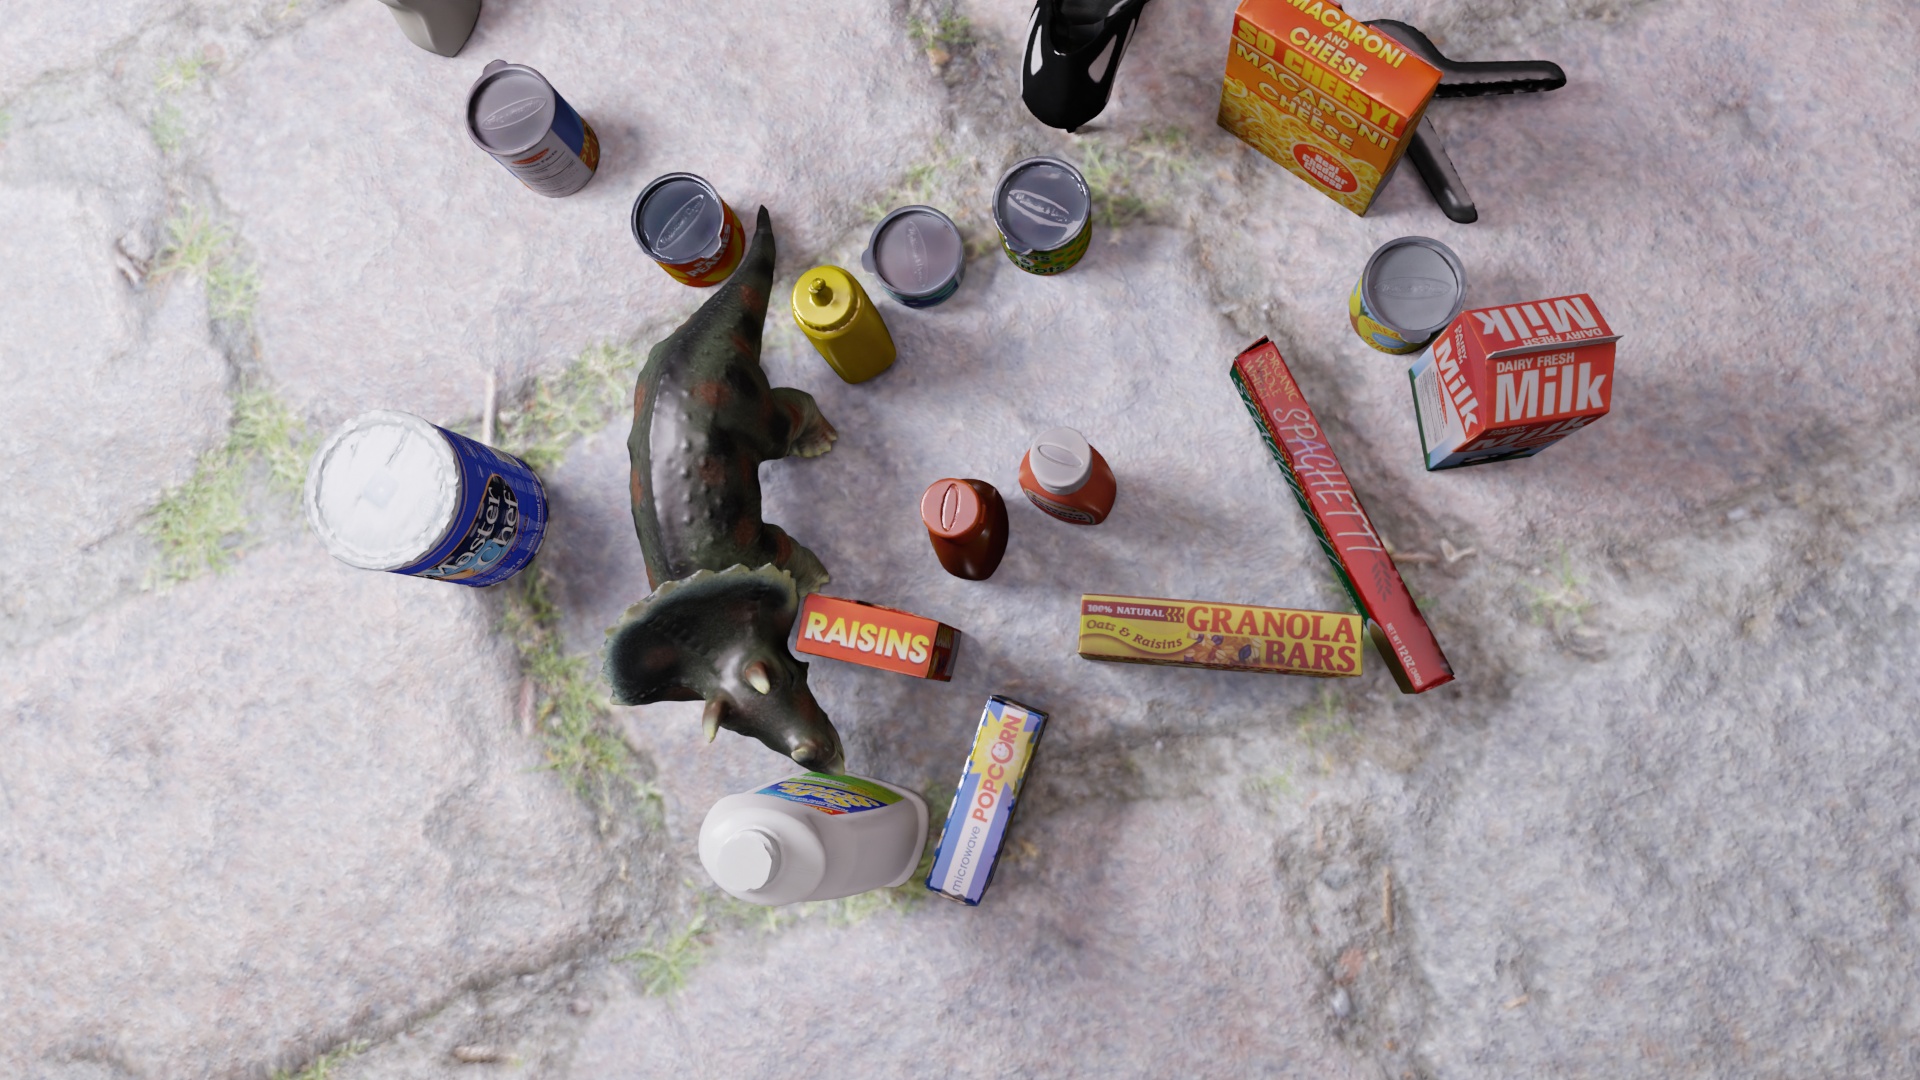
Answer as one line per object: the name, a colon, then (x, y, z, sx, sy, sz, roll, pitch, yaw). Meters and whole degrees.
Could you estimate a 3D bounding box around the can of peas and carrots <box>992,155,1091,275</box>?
can of peas and carrots: (0.056, -0.219, 0.952, 0.071, 0.058, 0.071, -1, 83, 7)

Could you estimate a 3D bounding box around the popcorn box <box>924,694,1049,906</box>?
popcorn box: (0.018, 0.165, 0.894, 0.038, 0.085, 0.126, 19, 86, 8)

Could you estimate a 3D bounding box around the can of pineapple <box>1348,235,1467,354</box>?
can of pineapple: (0.293, -0.159, 0.917, 0.071, 0.058, 0.071, -1, 83, 7)

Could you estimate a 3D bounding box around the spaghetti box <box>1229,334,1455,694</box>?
spaghetti box: (0.246, -0.016, 0.909, 0.029, 0.050, 0.250, -27, 81, 3)

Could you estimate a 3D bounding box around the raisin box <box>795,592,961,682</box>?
raisin box: (-0.050, 0.064, 0.896, 0.086, 0.123, 0.040, 12, 85, 8)

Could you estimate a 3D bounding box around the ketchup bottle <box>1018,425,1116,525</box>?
ketchup bottle: (0.067, -0.042, 0.883, 0.065, 0.148, 0.043, 22, 87, 9)

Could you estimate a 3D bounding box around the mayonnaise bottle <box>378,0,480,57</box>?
mayonnaise bottle: (-0.394, -0.402, 0.980, 0.041, 0.148, 0.065, 22, 86, 9)

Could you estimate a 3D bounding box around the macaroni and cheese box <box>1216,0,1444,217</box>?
macaroni and cheese box: (0.229, -0.281, 0.885, 0.124, 0.166, 0.040, 36, 89, 9)

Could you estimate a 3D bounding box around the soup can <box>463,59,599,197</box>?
soup can: (-0.304, -0.292, 0.989, 0.071, 0.083, 0.071, -1, 83, 7)

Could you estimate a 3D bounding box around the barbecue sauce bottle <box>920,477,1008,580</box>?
barbecue sauce bottle: (0.003, -0.011, 0.886, 0.044, 0.148, 0.065, 9, 85, 8)

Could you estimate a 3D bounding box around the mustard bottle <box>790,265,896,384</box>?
mustard bottle: (-0.081, -0.147, 0.907, 0.049, 0.160, 0.065, -31, 81, 2)

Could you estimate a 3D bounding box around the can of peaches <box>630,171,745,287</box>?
can of peaches: (-0.189, -0.216, 0.980, 0.071, 0.058, 0.071, -1, 83, 7)

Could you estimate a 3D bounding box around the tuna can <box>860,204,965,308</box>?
tuna can: (-0.032, -0.197, 0.972, 0.071, 0.033, 0.071, -1, 83, 6)

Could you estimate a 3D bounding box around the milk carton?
milk carton: (0.331, -0.096, 0.838, 0.072, 0.190, 0.073, -8, 83, 6)

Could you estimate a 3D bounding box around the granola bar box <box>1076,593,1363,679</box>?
granola bar box: (0.158, 0.061, 0.872, 0.165, 0.124, 0.039, 4, 84, 7)
